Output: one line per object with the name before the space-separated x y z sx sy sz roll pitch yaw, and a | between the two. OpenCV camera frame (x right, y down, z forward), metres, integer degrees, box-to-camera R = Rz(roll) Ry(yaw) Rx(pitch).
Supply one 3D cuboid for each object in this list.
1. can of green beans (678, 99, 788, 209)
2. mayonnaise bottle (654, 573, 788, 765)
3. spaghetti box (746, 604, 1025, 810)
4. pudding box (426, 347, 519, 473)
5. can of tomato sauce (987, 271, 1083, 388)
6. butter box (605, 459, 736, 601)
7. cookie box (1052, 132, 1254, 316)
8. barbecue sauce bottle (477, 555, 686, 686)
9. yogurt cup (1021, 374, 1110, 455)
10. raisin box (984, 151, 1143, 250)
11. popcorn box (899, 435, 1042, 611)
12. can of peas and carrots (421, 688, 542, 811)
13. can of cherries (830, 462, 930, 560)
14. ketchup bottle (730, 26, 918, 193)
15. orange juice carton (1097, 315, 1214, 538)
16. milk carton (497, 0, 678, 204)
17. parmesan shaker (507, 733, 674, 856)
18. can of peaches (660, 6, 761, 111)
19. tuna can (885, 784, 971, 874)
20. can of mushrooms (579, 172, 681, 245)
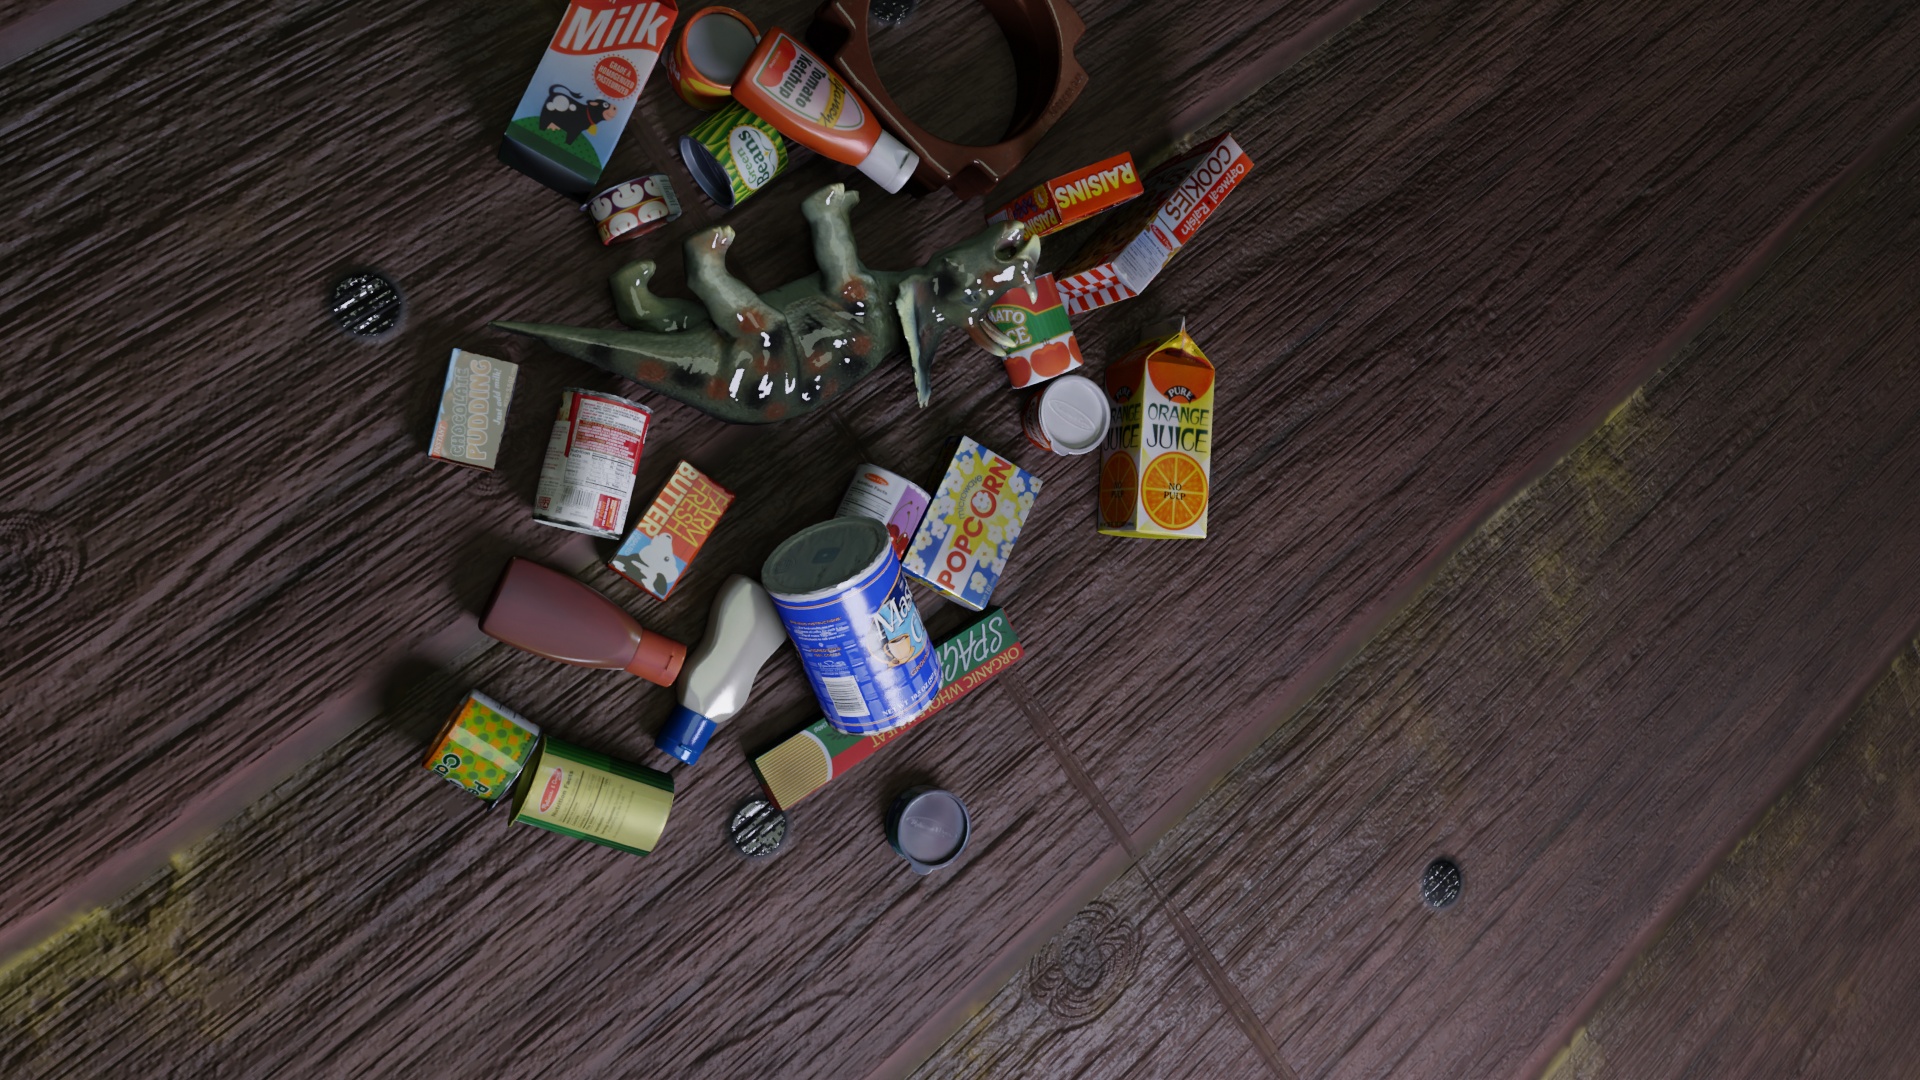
can of green beans | -0.178 -0.304 1.092 0.058 0.071 0.071 -41 104 -19
mayonnaise bottle | -0.189 0.103 1.092 0.064 0.041 0.148 34 78 -24
spaghetti box | -0.057 0.135 1.153 0.251 0.028 0.050 -31 101 -20
pudding box | -0.362 -0.096 1.030 0.050 0.030 0.084 14 83 -21
can of tomato sauce | 0.060 -0.179 1.189 0.071 0.071 0.083 -24 99 -21
butter box | -0.226 -0.009 1.088 0.053 0.024 0.104 37 76 -17
cookie box | 0.161 -0.273 1.203 0.040 0.123 0.168 46 73 -16
barbecue sauce bottle | -0.283 0.067 1.052 0.148 0.043 0.065 26 80 -21
yogurt cup | 0.088 -0.107 1.206 0.072 0.054 0.072 0 89 -23
raisin box | 0.086 -0.283 1.172 0.086 0.123 0.040 -25 98 -22
popcorn box | 0.004 -0.015 1.177 0.085 0.038 0.127 29 78 -19
can of peas and carrots | -0.349 0.152 1.009 0.058 0.071 0.071 36 76 -18
can of cherries | -0.065 -0.022 1.135 0.071 0.071 0.058 29 79 -20
ketchup bottle | -0.101 -0.327 1.076 0.148 0.043 0.065 33 70 -21
orange juice carton | 0.174 -0.099 1.232 0.073 0.071 0.192 4 87 -23
milk carton | -0.273 -0.361 1.050 0.073 0.072 0.191 26 79 -20
parmesan shaker | -0.276 0.194 1.040 0.103 0.071 0.071 23 81 -21
can of peaches | -0.195 -0.378 1.091 0.071 0.058 0.071 0 89 -23
tuna can | -0.028 0.241 1.160 0.071 0.033 0.071 0 89 -23
can of mushrooms | -0.251 -0.252 1.061 0.071 0.071 0.033 -27 100 -21
